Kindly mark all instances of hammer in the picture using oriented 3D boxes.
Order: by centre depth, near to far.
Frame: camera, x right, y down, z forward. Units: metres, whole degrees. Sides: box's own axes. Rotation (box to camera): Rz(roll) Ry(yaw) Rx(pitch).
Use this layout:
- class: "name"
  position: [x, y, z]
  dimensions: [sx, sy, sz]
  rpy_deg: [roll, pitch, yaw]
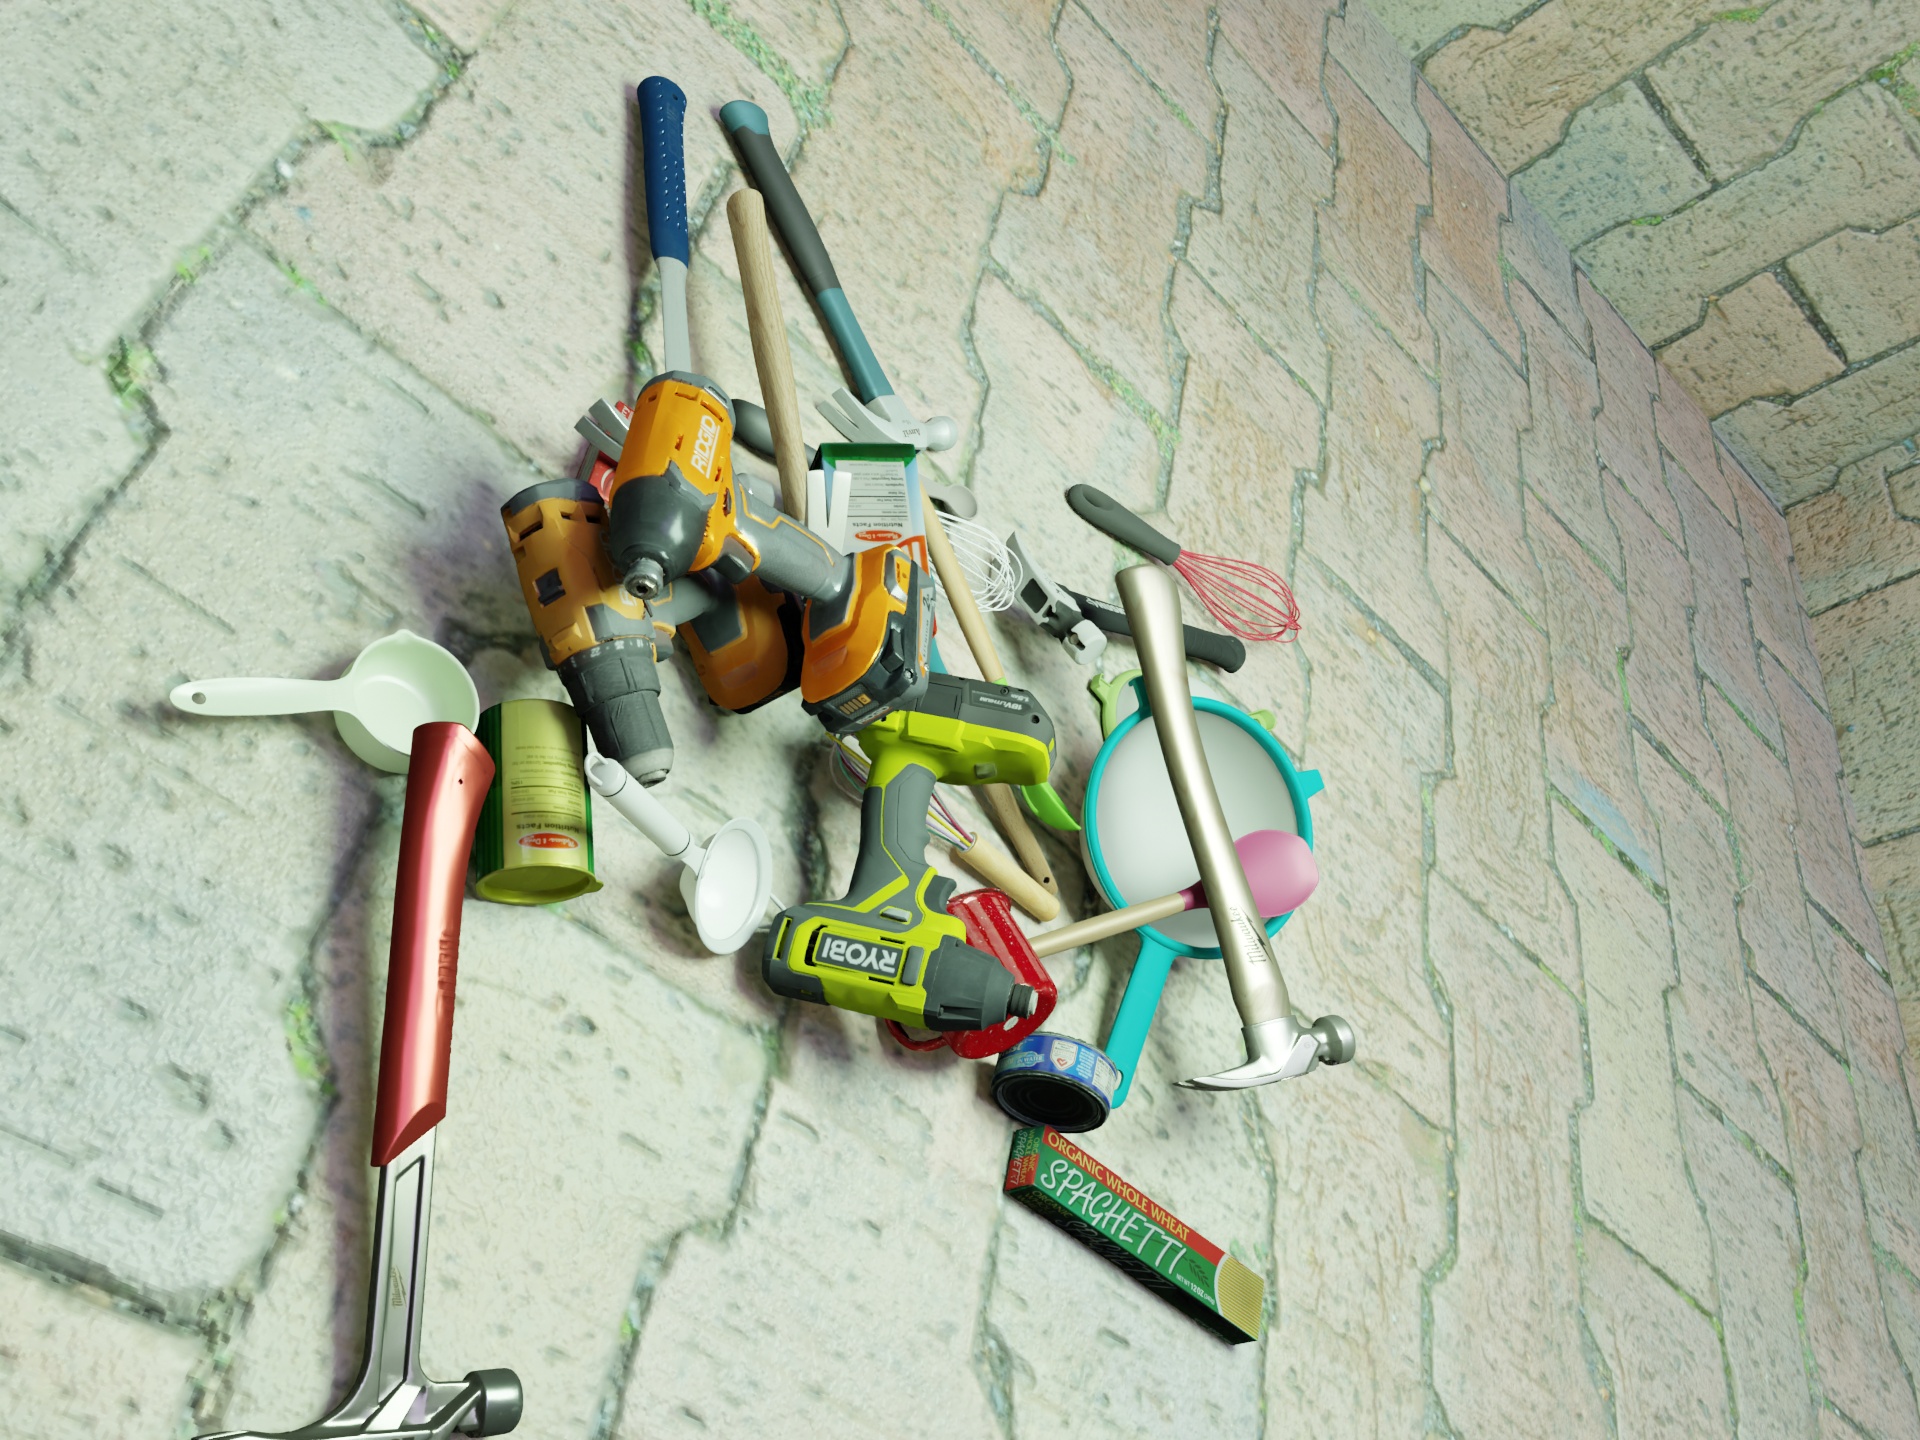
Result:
- class: "hammer"
  position: [-0.283, 0.172, 0.798]
  dimensions: [0.149, 0.037, 0.359]
  rpy_deg: [16, 64, -41]
- class: "hammer"
  position: [-0.131, -0.240, 1.148]
  dimensions: [0.031, 0.130, 0.331]
  rpy_deg: [-3, 70, -24]
- class: "hammer"
  position: [-0.216, -0.329, 1.168]
  dimensions: [0.144, 0.035, 0.406]
  rpy_deg: [20, 49, -40]
- class: "hammer"
  position: [0.178, 0.074, 1.219]
  dimensions: [0.146, 0.038, 0.411]
  rpy_deg: [-8, 74, -25]
- class: "hammer"
  position: [-0.115, -0.368, 1.329]
  dimensions: [0.128, 0.033, 0.331]
  rpy_deg: [-21, 83, -51]
- class: "hammer"
  position: [0.159, -0.087, 1.425]
  dimensions: [0.334, 0.035, 0.146]
  rpy_deg: [10, 34, -51]

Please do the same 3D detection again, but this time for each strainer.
- class: "strainer"
  position: [-0.165, 0.073, 0.938]
  dimensions: [0.258, 0.050, 0.087]
  rpy_deg: [62, 41, -61]
- class: "strainer"
  position: [0.153, 0.147, 1.276]
  dimensions: [0.211, 0.095, 0.340]
  rpy_deg: [28, 69, -16]
- class: "strainer"
  position: [0.234, 0.007, 1.446]
  dimensions: [0.256, 0.069, 0.151]
  rpy_deg: [-11, 76, -47]

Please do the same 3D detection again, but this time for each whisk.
- class: "whisk"
  position: [-0.011, 0.077, 1.172]
  dimensions: [0.244, 0.047, 0.051]
  rpy_deg: [41, 55, -29]
- class: "whisk"
  position: [-0.067, -0.170, 1.248]
  dimensions: [0.284, 0.070, 0.070]
  rpy_deg: [31, 48, -24]
- class: "whisk"
  position: [0.220, -0.152, 1.540]
  dimensions: [0.295, 0.073, 0.073]
  rpy_deg: [27, 50, -25]

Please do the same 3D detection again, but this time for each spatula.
- class: "spatula"
  position: [-0.002, -0.004, 1.225]
  dimensions: [0.082, 0.044, 0.317]
  rpy_deg: [-29, 100, -13]

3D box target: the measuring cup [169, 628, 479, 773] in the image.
- class: "measuring cup"
  position: [-0.347, -0.006, 0.866]
  dimensions: [0.167, 0.038, 0.083]
  rpy_deg: [-1, 68, -45]

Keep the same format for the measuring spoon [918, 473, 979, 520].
- class: "measuring spoon"
  position: [-0.039, -0.194, 1.325]
  dimensions: [0.124, 0.018, 0.034]
  rpy_deg: [18, 55, -31]

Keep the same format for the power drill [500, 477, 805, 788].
- class: "power drill"
  position: [-0.176, -0.048, 0.994]
  dimensions: [0.226, 0.084, 0.185]
  rpy_deg: [1, 66, -64]

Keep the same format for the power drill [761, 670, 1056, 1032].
- class: "power drill"
  position: [-0.016, 0.087, 1.035]
  dimensions: [0.080, 0.171, 0.223]
  rpy_deg: [78, 25, -64]

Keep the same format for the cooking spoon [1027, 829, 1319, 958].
- class: "cooking spoon"
  position: [0.145, 0.144, 1.209]
  dimensions: [0.319, 0.017, 0.069]
  rpy_deg: [-13, 77, -27]

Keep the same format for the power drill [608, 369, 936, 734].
- class: "power drill"
  position: [-0.118, -0.088, 0.967]
  dimensions: [0.226, 0.084, 0.164]
  rpy_deg: [39, 37, -32]

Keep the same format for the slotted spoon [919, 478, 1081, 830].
- class: "slotted spoon"
  position: [0.017, -0.054, 1.226]
  dimensions: [0.070, 0.031, 0.314]
  rpy_deg: [-31, 98, -86]
